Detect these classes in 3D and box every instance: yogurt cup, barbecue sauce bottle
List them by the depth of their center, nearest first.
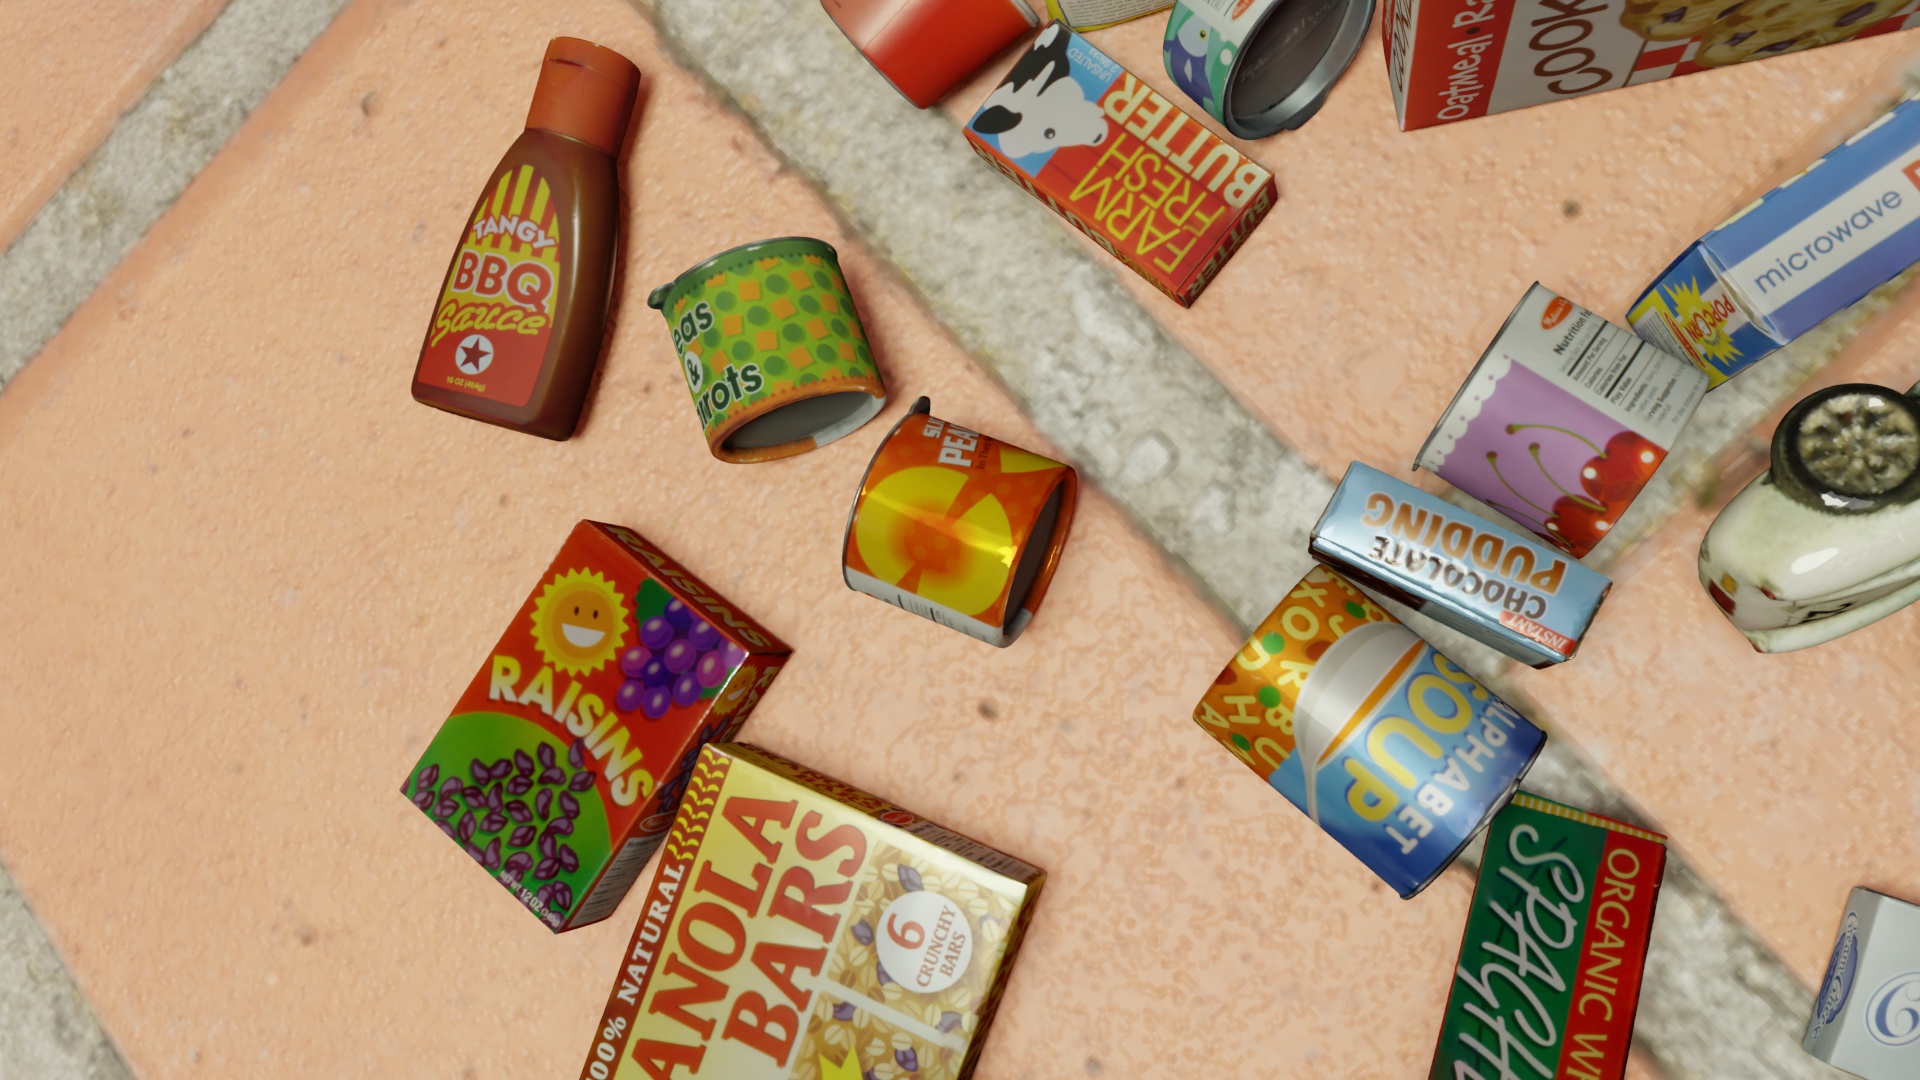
[{"bbox_3d":[-0.013,-0.192,0.495,0.054,0.072,0.072,-41,76,15],"label":"yogurt cup"},{"bbox_3d":[-0.160,-0.116,0.534,0.065,0.043,0.148,15,87,17],"label":"barbecue sauce bottle"}]

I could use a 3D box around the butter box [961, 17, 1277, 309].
[{"bbox_3d":[0.056,-0.133,0.489,0.103,0.024,0.053,41,94,15],"label":"butter box"}]

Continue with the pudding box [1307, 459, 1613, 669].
[{"bbox_3d":[0.153,0.008,0.435,0.084,0.049,0.030,28,90,16],"label":"pudding box"}]

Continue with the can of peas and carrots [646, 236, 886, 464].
[{"bbox_3d":[-0.068,-0.065,0.490,0.071,0.071,0.059,-23,79,11],"label":"can of peas and carrots"}]

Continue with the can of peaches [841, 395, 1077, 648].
[{"bbox_3d":[0.002,-0.006,0.466,0.058,0.071,0.071,22,90,15],"label":"can of peaches"}]

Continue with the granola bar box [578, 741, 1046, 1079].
[{"bbox_3d":[-0.057,0.168,0.476,0.124,0.039,0.165,20,89,15],"label":"granola bar box"}]

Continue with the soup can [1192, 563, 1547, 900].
[{"bbox_3d":[0.124,0.056,0.425,0.084,0.071,0.071,40,95,15],"label":"soup can"}]

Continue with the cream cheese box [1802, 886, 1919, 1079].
[{"bbox_3d":[0.304,0.142,0.393,0.104,0.024,0.053,18,87,16],"label":"cream cheese box"}]

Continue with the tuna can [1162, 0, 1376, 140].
[{"bbox_3d":[0.102,-0.169,0.461,0.071,0.071,0.033,-43,65,7],"label":"tuna can"}]

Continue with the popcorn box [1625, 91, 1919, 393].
[{"bbox_3d":[0.265,-0.096,0.399,0.126,0.085,0.038,-34,78,8],"label":"popcorn box"}]

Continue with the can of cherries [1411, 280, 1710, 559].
[{"bbox_3d":[0.182,-0.035,0.426,0.058,0.071,0.071,34,93,15],"label":"can of cherries"}]

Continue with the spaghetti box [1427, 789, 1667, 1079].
[{"bbox_3d":[0.144,0.191,0.378,0.050,0.028,0.251,13,65,23],"label":"spaghetti box"}]

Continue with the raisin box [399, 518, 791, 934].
[{"bbox_3d":[-0.133,0.066,0.508,0.086,0.040,0.123,36,94,16],"label":"raisin box"}]

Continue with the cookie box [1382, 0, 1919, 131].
[{"bbox_3d":[0.212,-0.177,0.403,0.167,0.123,0.040,-9,81,14],"label":"cookie box"}]
